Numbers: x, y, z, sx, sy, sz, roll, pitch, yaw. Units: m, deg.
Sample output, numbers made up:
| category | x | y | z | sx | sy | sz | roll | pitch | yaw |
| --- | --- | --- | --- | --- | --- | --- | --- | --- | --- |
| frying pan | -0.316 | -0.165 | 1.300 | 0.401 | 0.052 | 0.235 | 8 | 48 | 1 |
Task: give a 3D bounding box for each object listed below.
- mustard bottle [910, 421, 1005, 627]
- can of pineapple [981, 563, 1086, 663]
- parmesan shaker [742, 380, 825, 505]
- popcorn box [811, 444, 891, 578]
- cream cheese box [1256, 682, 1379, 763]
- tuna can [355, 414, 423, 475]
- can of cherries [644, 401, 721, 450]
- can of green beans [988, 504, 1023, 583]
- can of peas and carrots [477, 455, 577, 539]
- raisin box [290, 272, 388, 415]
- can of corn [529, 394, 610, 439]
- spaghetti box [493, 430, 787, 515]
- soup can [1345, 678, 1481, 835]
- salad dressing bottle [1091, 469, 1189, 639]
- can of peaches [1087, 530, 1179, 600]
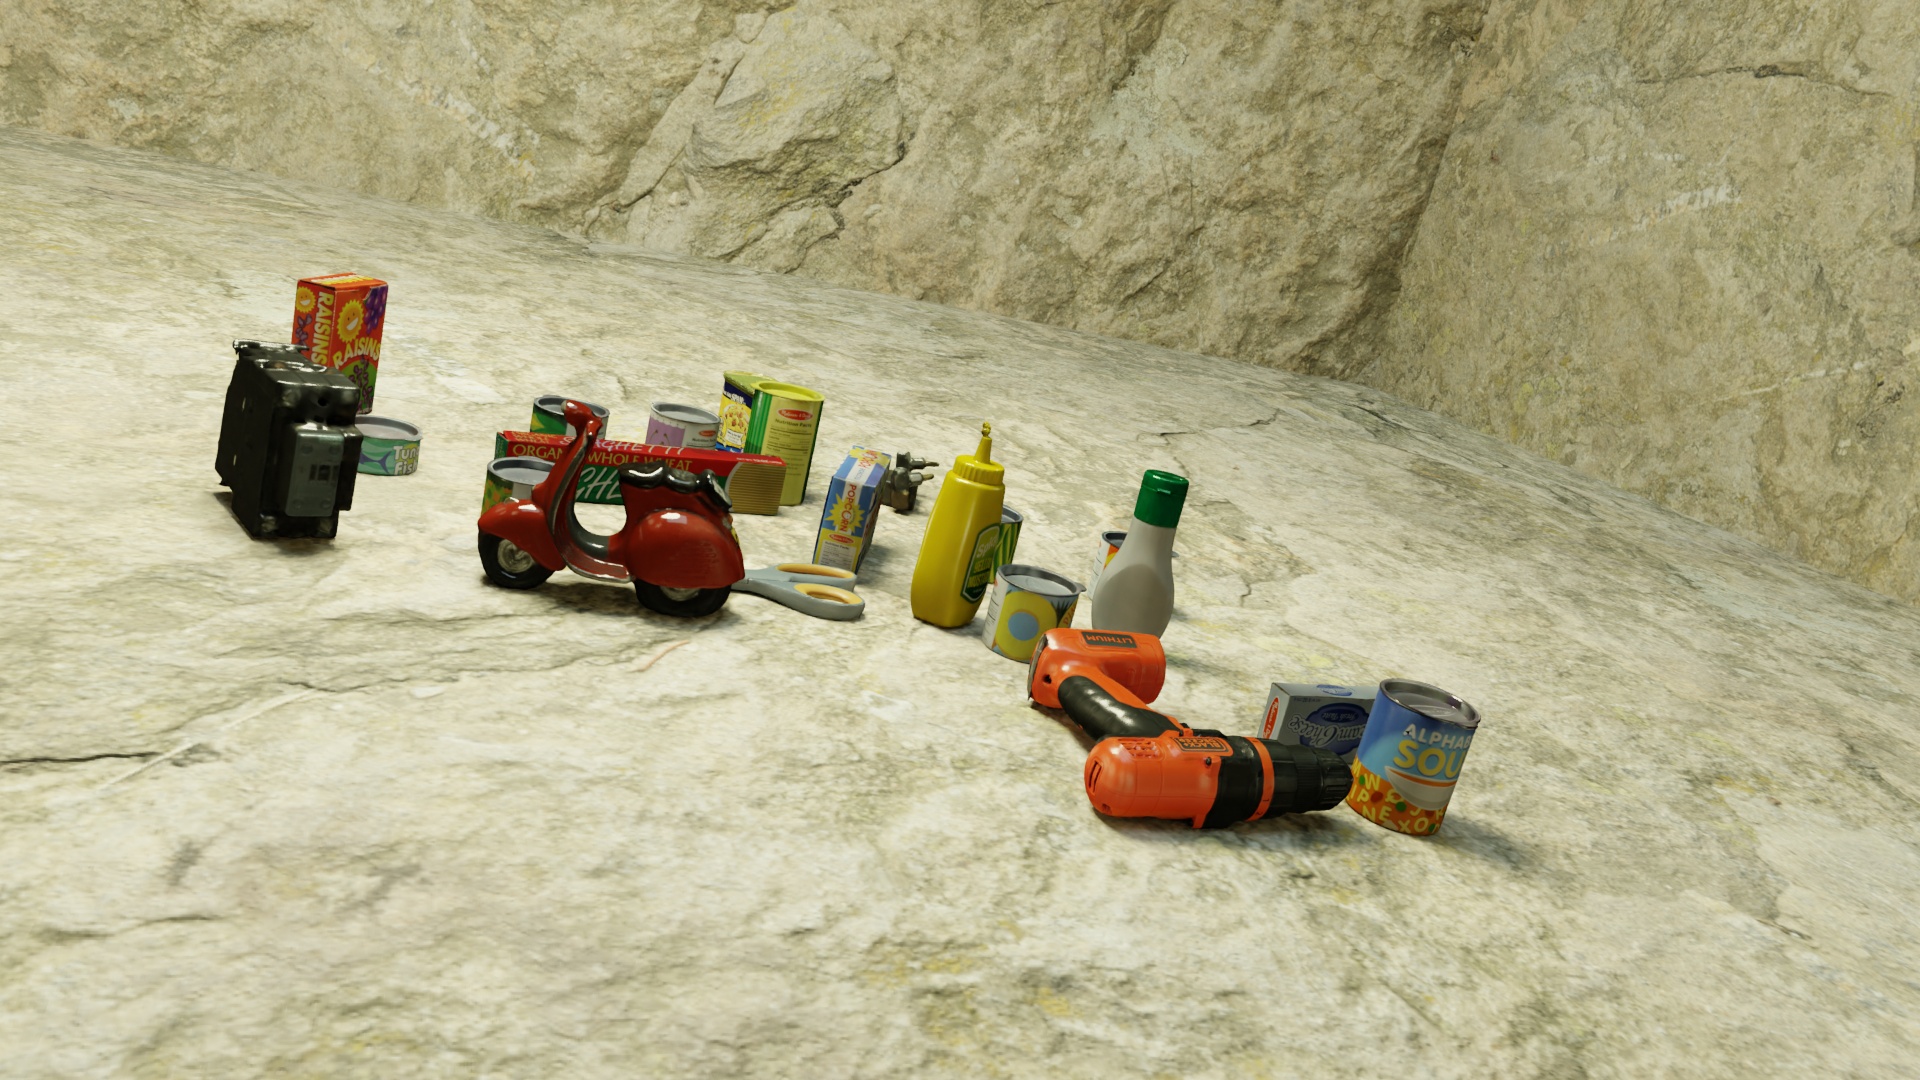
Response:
| category | x | y | z | sx | sy | sz | roll | pitch | yaw |
| --- | --- | --- | --- | --- | --- | --- | --- | --- | --- |
| mustard bottle | 0.004 | -0.013 | 1.072 | 0.049 | 0.159 | 0.065 | 20 | 16 | 23 |
| can of pineapple | 0.055 | 0.056 | 1.061 | 0.071 | 0.057 | 0.071 | 13 | 15 | -3 |
| parmesan shaker | -0.172 | -0.092 | 1.300 | 0.071 | 0.102 | 0.071 | 13 | 15 | -3 |
| popcorn box | -0.091 | -0.025 | 1.170 | 0.038 | 0.085 | 0.127 | 14 | 15 | 0 |
| cream cheese box | 0.259 | 0.130 | 0.985 | 0.104 | 0.053 | 0.024 | 5 | 17 | -28 |
| tuna can | -0.472 | -0.077 | 1.128 | 0.071 | 0.032 | 0.071 | 13 | 16 | -3 |
| can of cherries | -0.266 | -0.094 | 1.314 | 0.071 | 0.058 | 0.072 | 13 | 15 | -3 |
| can of green beans | 0.017 | 0.000 | 1.226 | 0.071 | 0.057 | 0.071 | 13 | 15 | -3 |
| can of peas and carrots | -0.320 | -0.025 | 1.027 | 0.071 | 0.058 | 0.071 | 13 | 15 | -3 |
| raisin box | -0.545 | -0.168 | 1.214 | 0.040 | 0.123 | 0.086 | 15 | 15 | 4 |
| can of corn | -0.351 | -0.092 | 1.236 | 0.071 | 0.058 | 0.071 | 13 | 15 | -3 |
| spaghetti box | -0.271 | -0.056 | 1.193 | 0.250 | 0.050 | 0.029 | 4 | 18 | -31 |
| soup can | 0.298 | 0.143 | 0.916 | 0.071 | 0.083 | 0.071 | 13 | 15 | -3 |
| salad dressing bottle | 0.146 | 0.018 | 1.105 | 0.064 | 0.147 | 0.044 | 15 | 15 | 6 |
| can of peaches | 0.153 | 0.030 | 1.235 | 0.071 | 0.058 | 0.071 | 13 | 15 | -3 |
